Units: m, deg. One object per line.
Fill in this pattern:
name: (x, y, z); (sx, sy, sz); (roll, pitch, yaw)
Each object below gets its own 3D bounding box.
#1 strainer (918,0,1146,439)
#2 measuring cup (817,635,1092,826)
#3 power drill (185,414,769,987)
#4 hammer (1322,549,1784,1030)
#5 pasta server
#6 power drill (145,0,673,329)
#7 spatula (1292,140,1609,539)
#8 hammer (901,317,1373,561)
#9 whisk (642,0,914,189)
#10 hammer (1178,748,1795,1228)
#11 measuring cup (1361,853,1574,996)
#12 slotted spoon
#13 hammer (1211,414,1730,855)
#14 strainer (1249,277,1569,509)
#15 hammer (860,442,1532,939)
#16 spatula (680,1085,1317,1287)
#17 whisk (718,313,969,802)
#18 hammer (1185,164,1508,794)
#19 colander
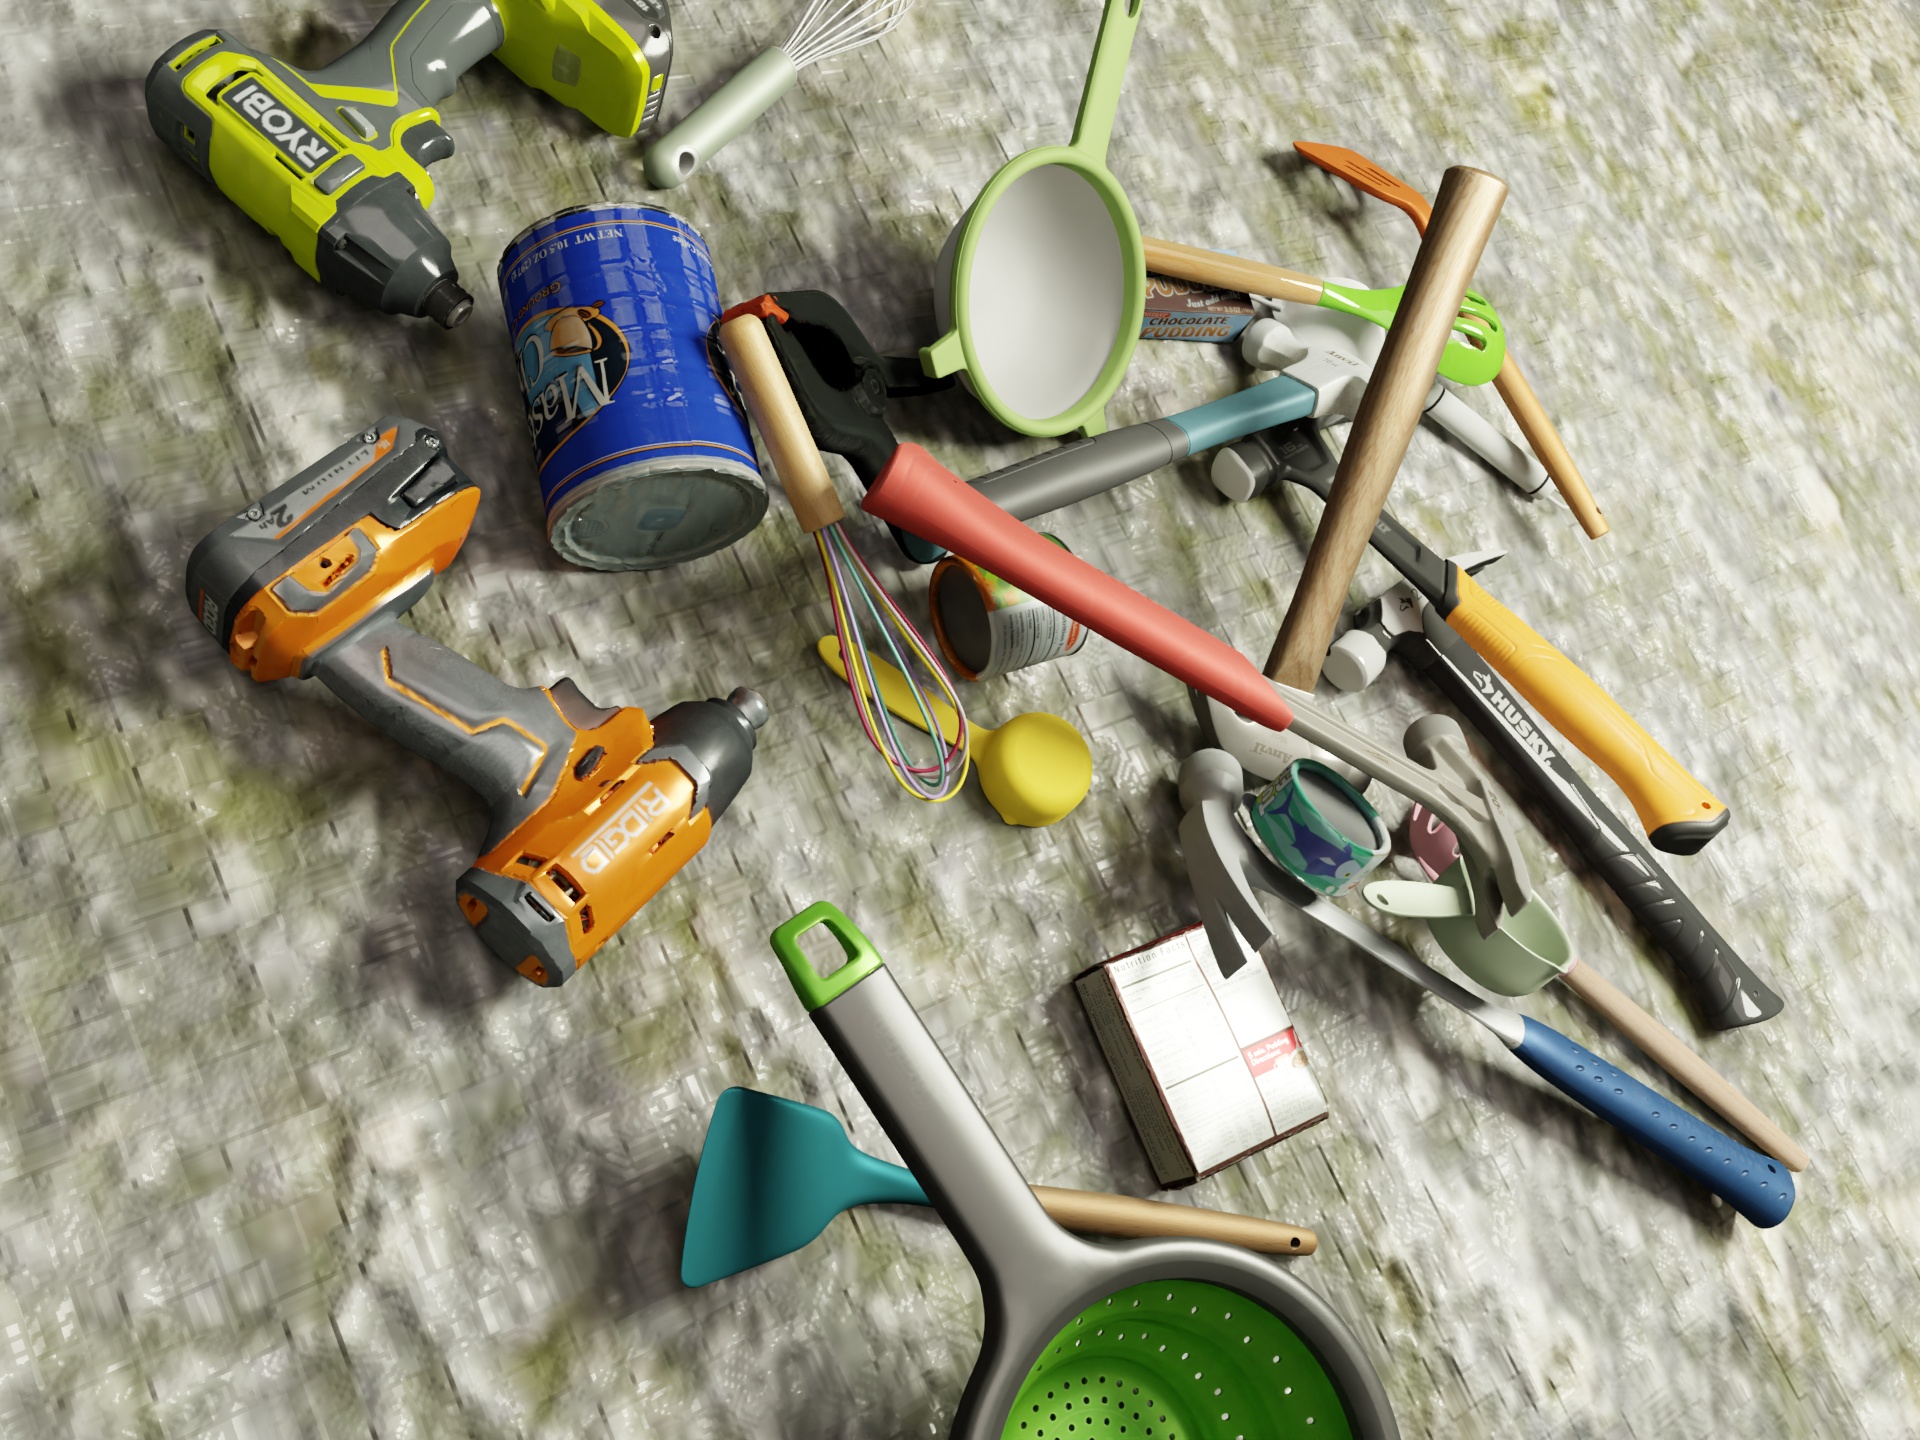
strainer: (0.043, -0.284, 0.866); (0.151, 0.069, 0.256); (13, 92, -48)
measuring cup: (-0.001, -0.003, 0.798); (0.156, 0.029, 0.062); (32, 60, -10)
power drill: (-0.198, -0.018, 0.694); (0.226, 0.084, 0.164); (47, 59, -5)
hammer: (0.362, 0.046, 0.933); (0.146, 0.035, 0.335); (-40, 88, -30)
pasta server: (0.365, 0.149, 0.890); (0.316, 0.060, 0.040); (40, 100, -7)
power drill: (-0.254, -0.304, 0.789); (0.171, 0.080, 0.223); (41, 63, -2)
spatula: (0.321, -0.253, 1.022); (0.081, 0.041, 0.323); (-16, 76, -46)
hammer: (0.102, -0.149, 0.856); (0.331, 0.033, 0.128); (-24, 45, -31)
whisk: (-0.099, -0.377, 0.905); (0.059, 0.057, 0.246); (23, 59, 26)
hammer: (0.279, 0.161, 0.828); (0.405, 0.035, 0.144); (32, 29, -13)
measuring cup: (0.240, 0.102, 0.791); (0.167, 0.038, 0.083); (9, 40, -40)
slotted spoon: (0.188, -0.257, 0.941); (0.313, 0.031, 0.070); (9, 70, -12)
hammer: (0.296, -0.060, 0.895); (0.127, 0.034, 0.337); (-30, 67, -28)
strainer: (0.292, -0.213, 1.007); (0.258, 0.050, 0.087); (34, 46, -11)
hammer: (0.115, -0.024, 0.757); (0.359, 0.036, 0.149); (28, 31, -15)
spatula: (0.030, 0.221, 0.713); (0.317, 0.044, 0.082); (13, 85, -20)
whisk: (-0.053, -0.073, 0.747); (0.047, 0.051, 0.245); (-26, 102, -11)
hammer: (0.210, -0.127, 0.839); (0.130, 0.031, 0.331); (16, 98, -20)
colander: (0.031, 0.254, 0.665); (0.204, 0.094, 0.397); (-32, 86, -28)
